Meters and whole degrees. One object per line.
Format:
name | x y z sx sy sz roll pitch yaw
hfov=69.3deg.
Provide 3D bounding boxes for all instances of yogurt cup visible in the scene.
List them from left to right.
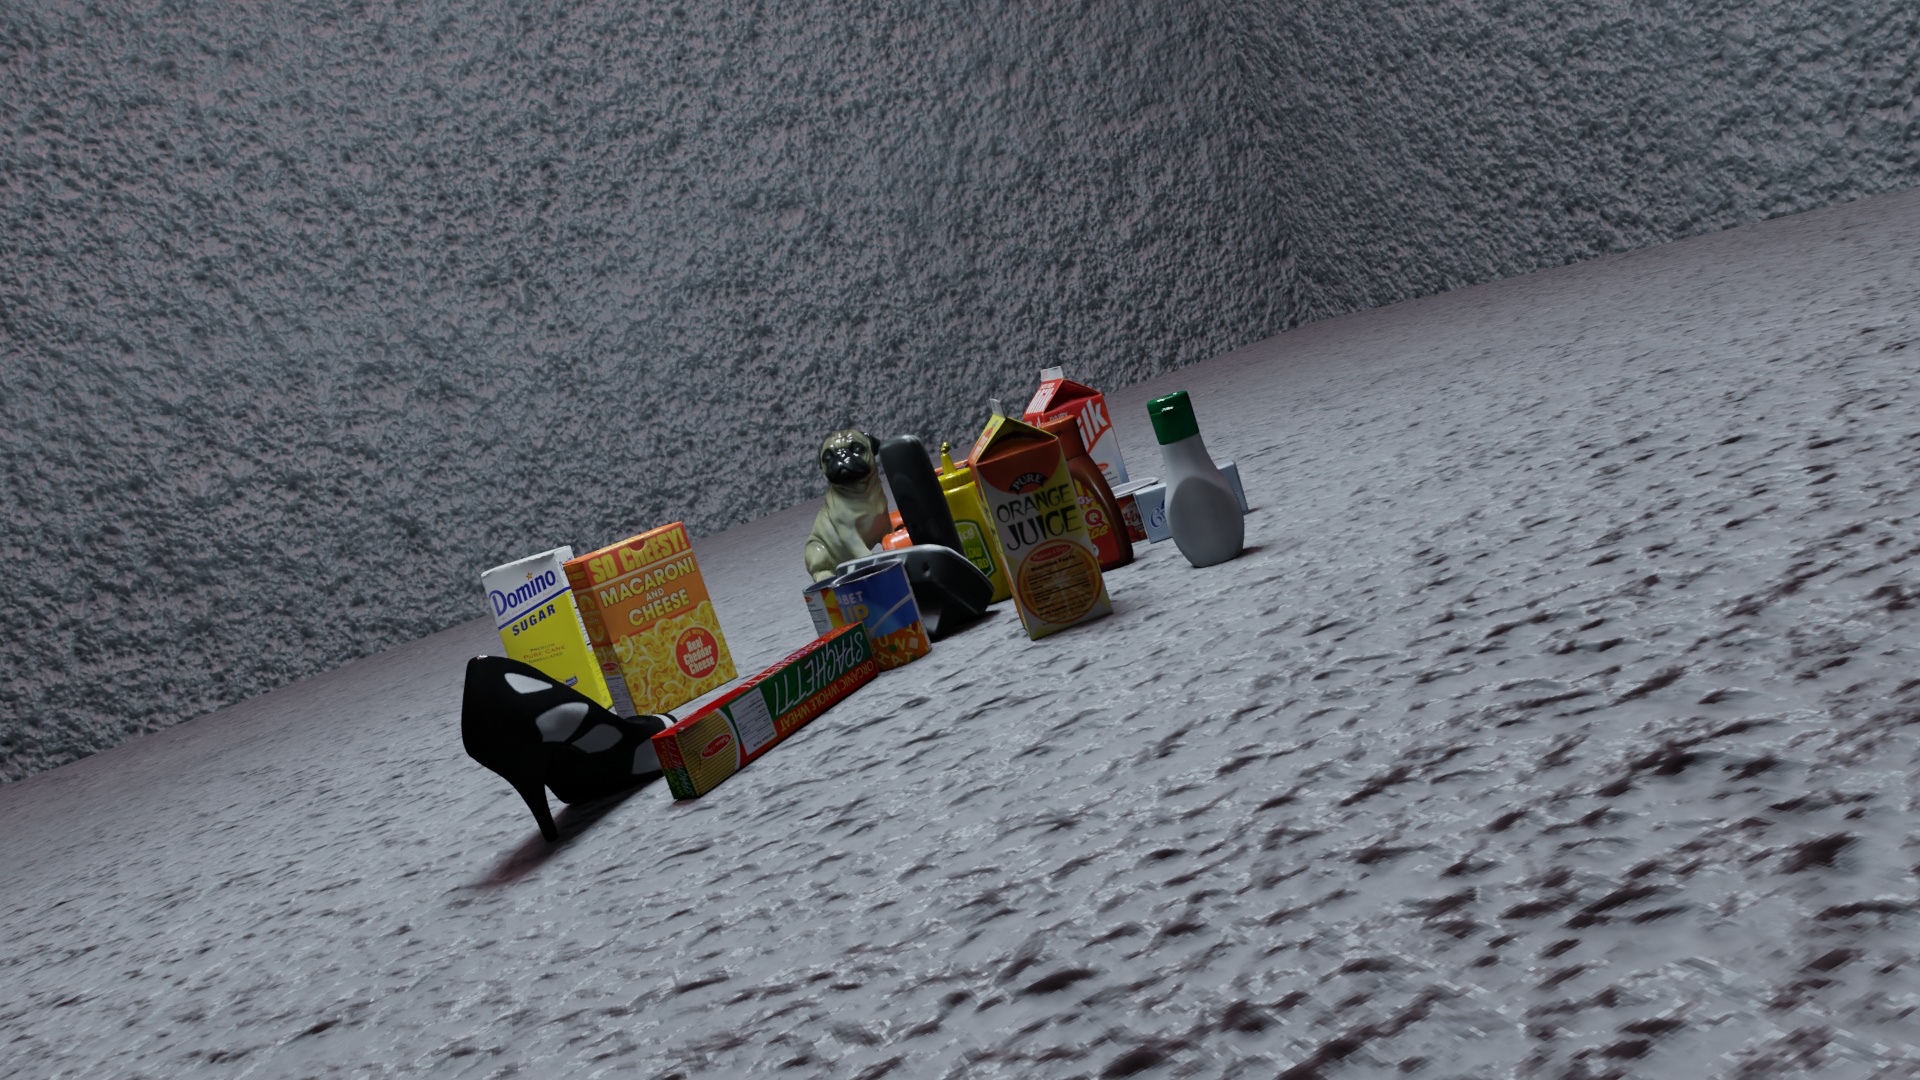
yogurt cup | 0.177 -0.029 1.424 0.072 0.054 0.072 -18 7 2

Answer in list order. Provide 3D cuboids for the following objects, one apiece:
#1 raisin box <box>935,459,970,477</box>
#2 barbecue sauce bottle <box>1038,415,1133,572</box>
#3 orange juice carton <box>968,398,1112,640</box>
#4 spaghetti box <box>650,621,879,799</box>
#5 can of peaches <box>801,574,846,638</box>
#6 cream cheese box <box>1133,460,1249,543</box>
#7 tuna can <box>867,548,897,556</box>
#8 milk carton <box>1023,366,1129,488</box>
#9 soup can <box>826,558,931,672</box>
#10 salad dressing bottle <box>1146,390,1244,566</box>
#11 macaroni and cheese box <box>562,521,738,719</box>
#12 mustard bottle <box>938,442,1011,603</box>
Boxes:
raisin box | -0.008 -0.021 1.541 0.086 0.123 0.040 -15 8 25
barbecue sauce bottle | 0.113 -0.043 1.313 0.065 0.148 0.044 -15 8 26
orange juice carton | 0.058 -0.024 1.137 0.073 0.192 0.072 -19 7 -1
spaghetti box | -0.143 0.126 1.078 0.028 0.050 0.251 -14 8 31
can of peaches | -0.120 0.067 1.426 0.071 0.058 0.071 -18 7 2
cream cheese box | 0.227 -0.038 1.366 0.104 0.053 0.024 -18 7 6
tuna can | -0.103 0.036 1.706 0.071 0.032 0.071 -18 7 2
milk carton | 0.126 -0.095 1.499 0.073 0.190 0.072 -20 7 -13
soup can | -0.071 0.066 1.209 0.071 0.083 0.071 -18 7 2
salad dressing bottle | 0.198 -0.053 1.183 0.064 0.147 0.044 -16 7 16
macaroni and cheese box | -0.298 0.079 1.346 0.040 0.166 0.124 -12 10 44
mustard bottle | 0.005 -0.017 1.337 0.065 0.160 0.049 -16 7 21
